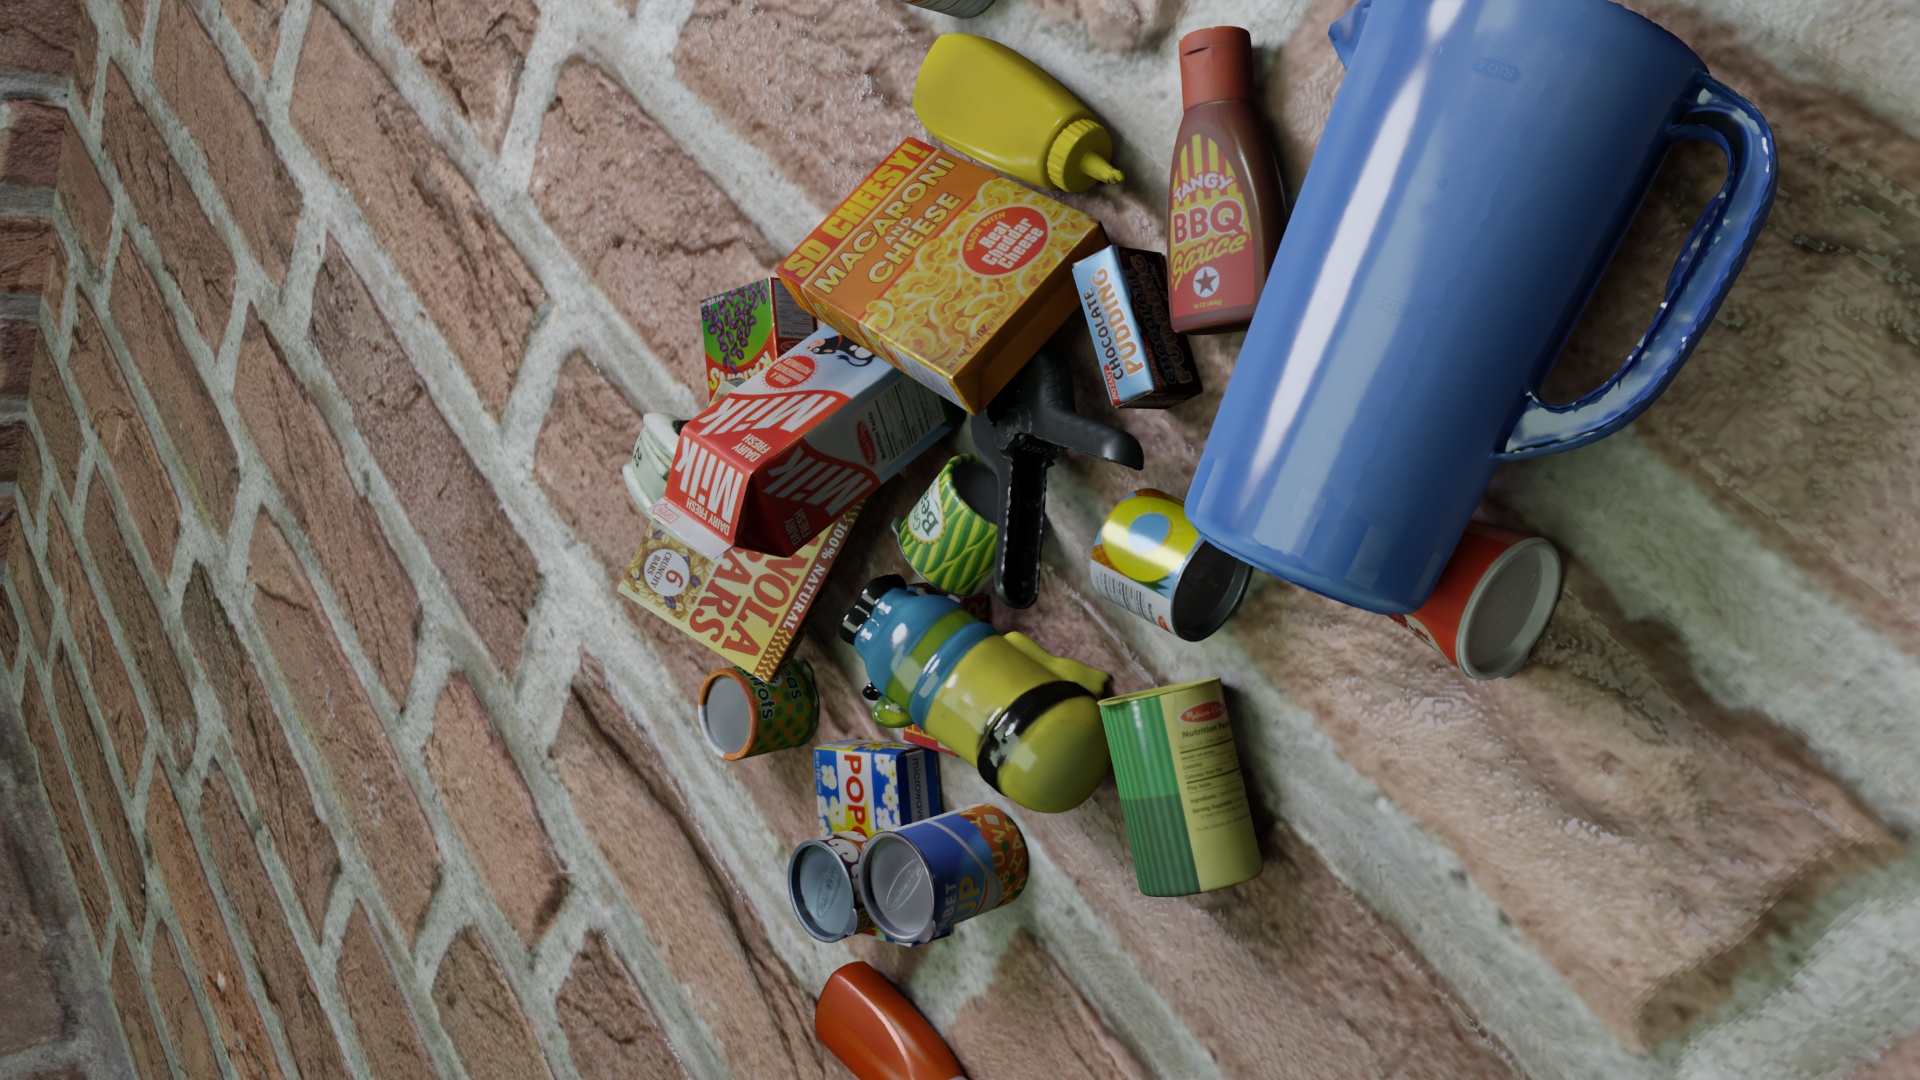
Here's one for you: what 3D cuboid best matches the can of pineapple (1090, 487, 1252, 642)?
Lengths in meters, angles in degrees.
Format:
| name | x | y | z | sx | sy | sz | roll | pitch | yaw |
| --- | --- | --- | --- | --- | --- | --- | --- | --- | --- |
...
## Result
| name | x | y | z | sx | sy | sz | roll | pitch | yaw |
| --- | --- | --- | --- | --- | --- | --- | --- | --- | --- |
| can of pineapple | 0.111 | 0.011 | 0.728 | 0.058 | 0.071 | 0.070 | 28 | 113 | 40 |

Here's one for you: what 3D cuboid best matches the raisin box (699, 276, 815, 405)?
| name | x | y | z | sx | sy | sz | roll | pitch | yaw |
| --- | --- | --- | --- | --- | --- | --- | --- | --- | --- |
| raisin box | -0.140 | -0.116 | 0.980 | 0.086 | 0.040 | 0.123 | -7 | 87 | 44 |

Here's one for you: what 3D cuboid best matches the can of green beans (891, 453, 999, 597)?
| name | x | y | z | sx | sy | sz | roll | pitch | yaw |
| --- | --- | --- | --- | --- | --- | --- | --- | --- | --- |
| can of green beans | 0.005 | -0.009 | 0.828 | 0.057 | 0.071 | 0.071 | -52 | 60 | 34 |

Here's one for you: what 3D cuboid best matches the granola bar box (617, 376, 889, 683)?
| name | x | y | z | sx | sy | sz | roll | pitch | yaw |
| --- | --- | --- | --- | --- | --- | --- | --- | --- | --- |
| granola bar box | -0.137 | -0.008 | 0.928 | 0.124 | 0.039 | 0.165 | 31 | 105 | 5 |

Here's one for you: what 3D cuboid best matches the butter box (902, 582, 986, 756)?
| name | x | y | z | sx | sy | sz | roll | pitch | yaw |
| --- | --- | --- | --- | --- | --- | --- | --- | --- | --- |
| butter box | -0.010 | 0.081 | 0.880 | 0.053 | 0.024 | 0.103 | 7 | 98 | 44 |

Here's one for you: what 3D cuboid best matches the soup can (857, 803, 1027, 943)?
| name | x | y | z | sx | sy | sz | roll | pitch | yaw |
| --- | --- | --- | --- | --- | --- | --- | --- | --- | --- |
| soup can | -0.009 | 0.203 | 0.847 | 0.071 | 0.084 | 0.071 | 5 | 98 | 44 |

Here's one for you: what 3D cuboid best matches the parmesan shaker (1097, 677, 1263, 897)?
| name | x | y | z | sx | sy | sz | roll | pitch | yaw |
| --- | --- | --- | --- | --- | --- | --- | --- | --- | --- |
| parmesan shaker | 0.113 | 0.129 | 0.731 | 0.071 | 0.071 | 0.103 | -17 | 82 | 44 |

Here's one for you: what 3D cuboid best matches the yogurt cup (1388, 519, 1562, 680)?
| name | x | y | z | sx | sy | sz | roll | pitch | yaw |
| --- | --- | --- | --- | --- | --- | --- | --- | --- | --- |
| yogurt cup | 0.224 | 0.021 | 0.620 | 0.054 | 0.072 | 0.072 | 33 | 116 | 46 |

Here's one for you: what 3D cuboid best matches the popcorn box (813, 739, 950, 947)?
| name | x | y | z | sx | sy | sz | roll | pitch | yaw |
| --- | --- | --- | --- | --- | --- | --- | --- | --- | --- |
| popcorn box | -0.053 | 0.198 | 0.921 | 0.085 | 0.038 | 0.126 | -5 | 90 | 44 |

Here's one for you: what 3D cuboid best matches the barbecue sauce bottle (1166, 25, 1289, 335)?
| name | x | y | z | sx | sy | sz | roll | pitch | yaw |
| --- | --- | --- | --- | --- | --- | --- | --- | --- | --- |
| barbecue sauce bottle | 0.133 | -0.181 | 0.705 | 0.065 | 0.044 | 0.148 | -3 | 91 | 46 |

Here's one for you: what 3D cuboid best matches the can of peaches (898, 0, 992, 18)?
| name | x | y | z | sx | sy | sz | roll | pitch | yaw |
| --- | --- | --- | --- | --- | --- | --- | --- | --- | --- |
| can of peaches | -0.013 | -0.351 | 0.823 | 0.071 | 0.058 | 0.071 | 5 | 96 | 45 |

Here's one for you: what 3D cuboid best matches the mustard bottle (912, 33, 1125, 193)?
| name | x | y | z | sx | sy | sz | roll | pitch | yaw |
| --- | --- | --- | --- | --- | --- | --- | --- | --- | --- |
| mustard bottle | 0.039 | -0.234 | 0.789 | 0.160 | 0.049 | 0.065 | 42 | 118 | 33 |

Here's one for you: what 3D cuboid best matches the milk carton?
| name | x | y | z | sx | sy | sz | roll | pitch | yaw |
| --- | --- | --- | --- | --- | --- | --- | --- | --- | --- |
| milk carton | -0.094 | -0.059 | 0.830 | 0.072 | 0.191 | 0.073 | 30 | 150 | 37 |

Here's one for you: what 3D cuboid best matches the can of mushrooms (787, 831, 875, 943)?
| name | x | y | z | sx | sy | sz | roll | pitch | yaw |
| --- | --- | --- | --- | --- | --- | --- | --- | --- | --- |
| can of mushrooms | -0.077 | 0.224 | 0.895 | 0.071 | 0.033 | 0.071 | 4 | 96 | 44 |

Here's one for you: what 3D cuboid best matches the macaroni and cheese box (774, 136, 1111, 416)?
| name | x | y | z | sx | sy | sz | roll | pitch | yaw |
| --- | --- | --- | --- | --- | --- | --- | --- | --- | --- |
| macaroni and cheese box | -0.012 | -0.157 | 0.805 | 0.124 | 0.040 | 0.167 | -47 | 52 | -10 |

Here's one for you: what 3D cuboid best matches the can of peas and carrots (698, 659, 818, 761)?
| name | x | y | z | sx | sy | sz | roll | pitch | yaw |
| --- | --- | --- | --- | --- | --- | --- | --- | --- | --- |
| can of peas and carrots | -0.143 | 0.118 | 0.989 | 0.071 | 0.059 | 0.071 | 5 | 98 | 44 |

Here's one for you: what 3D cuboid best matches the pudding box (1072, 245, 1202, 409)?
| name | x | y | z | sx | sy | sz | roll | pitch | yaw |
| --- | --- | --- | --- | --- | --- | --- | --- | --- | --- |
| pudding box | 0.094 | -0.113 | 0.744 | 0.030 | 0.050 | 0.084 | -23 | 77 | 42 |

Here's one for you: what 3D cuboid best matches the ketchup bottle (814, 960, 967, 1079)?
| name | x | y | z | sx | sy | sz | roll | pitch | yaw |
| --- | --- | --- | --- | --- | --- | --- | --- | --- | --- |
| ketchup bottle | -0.035 | 0.344 | 0.912 | 0.149 | 0.044 | 0.064 | 30 | 115 | 38 |
